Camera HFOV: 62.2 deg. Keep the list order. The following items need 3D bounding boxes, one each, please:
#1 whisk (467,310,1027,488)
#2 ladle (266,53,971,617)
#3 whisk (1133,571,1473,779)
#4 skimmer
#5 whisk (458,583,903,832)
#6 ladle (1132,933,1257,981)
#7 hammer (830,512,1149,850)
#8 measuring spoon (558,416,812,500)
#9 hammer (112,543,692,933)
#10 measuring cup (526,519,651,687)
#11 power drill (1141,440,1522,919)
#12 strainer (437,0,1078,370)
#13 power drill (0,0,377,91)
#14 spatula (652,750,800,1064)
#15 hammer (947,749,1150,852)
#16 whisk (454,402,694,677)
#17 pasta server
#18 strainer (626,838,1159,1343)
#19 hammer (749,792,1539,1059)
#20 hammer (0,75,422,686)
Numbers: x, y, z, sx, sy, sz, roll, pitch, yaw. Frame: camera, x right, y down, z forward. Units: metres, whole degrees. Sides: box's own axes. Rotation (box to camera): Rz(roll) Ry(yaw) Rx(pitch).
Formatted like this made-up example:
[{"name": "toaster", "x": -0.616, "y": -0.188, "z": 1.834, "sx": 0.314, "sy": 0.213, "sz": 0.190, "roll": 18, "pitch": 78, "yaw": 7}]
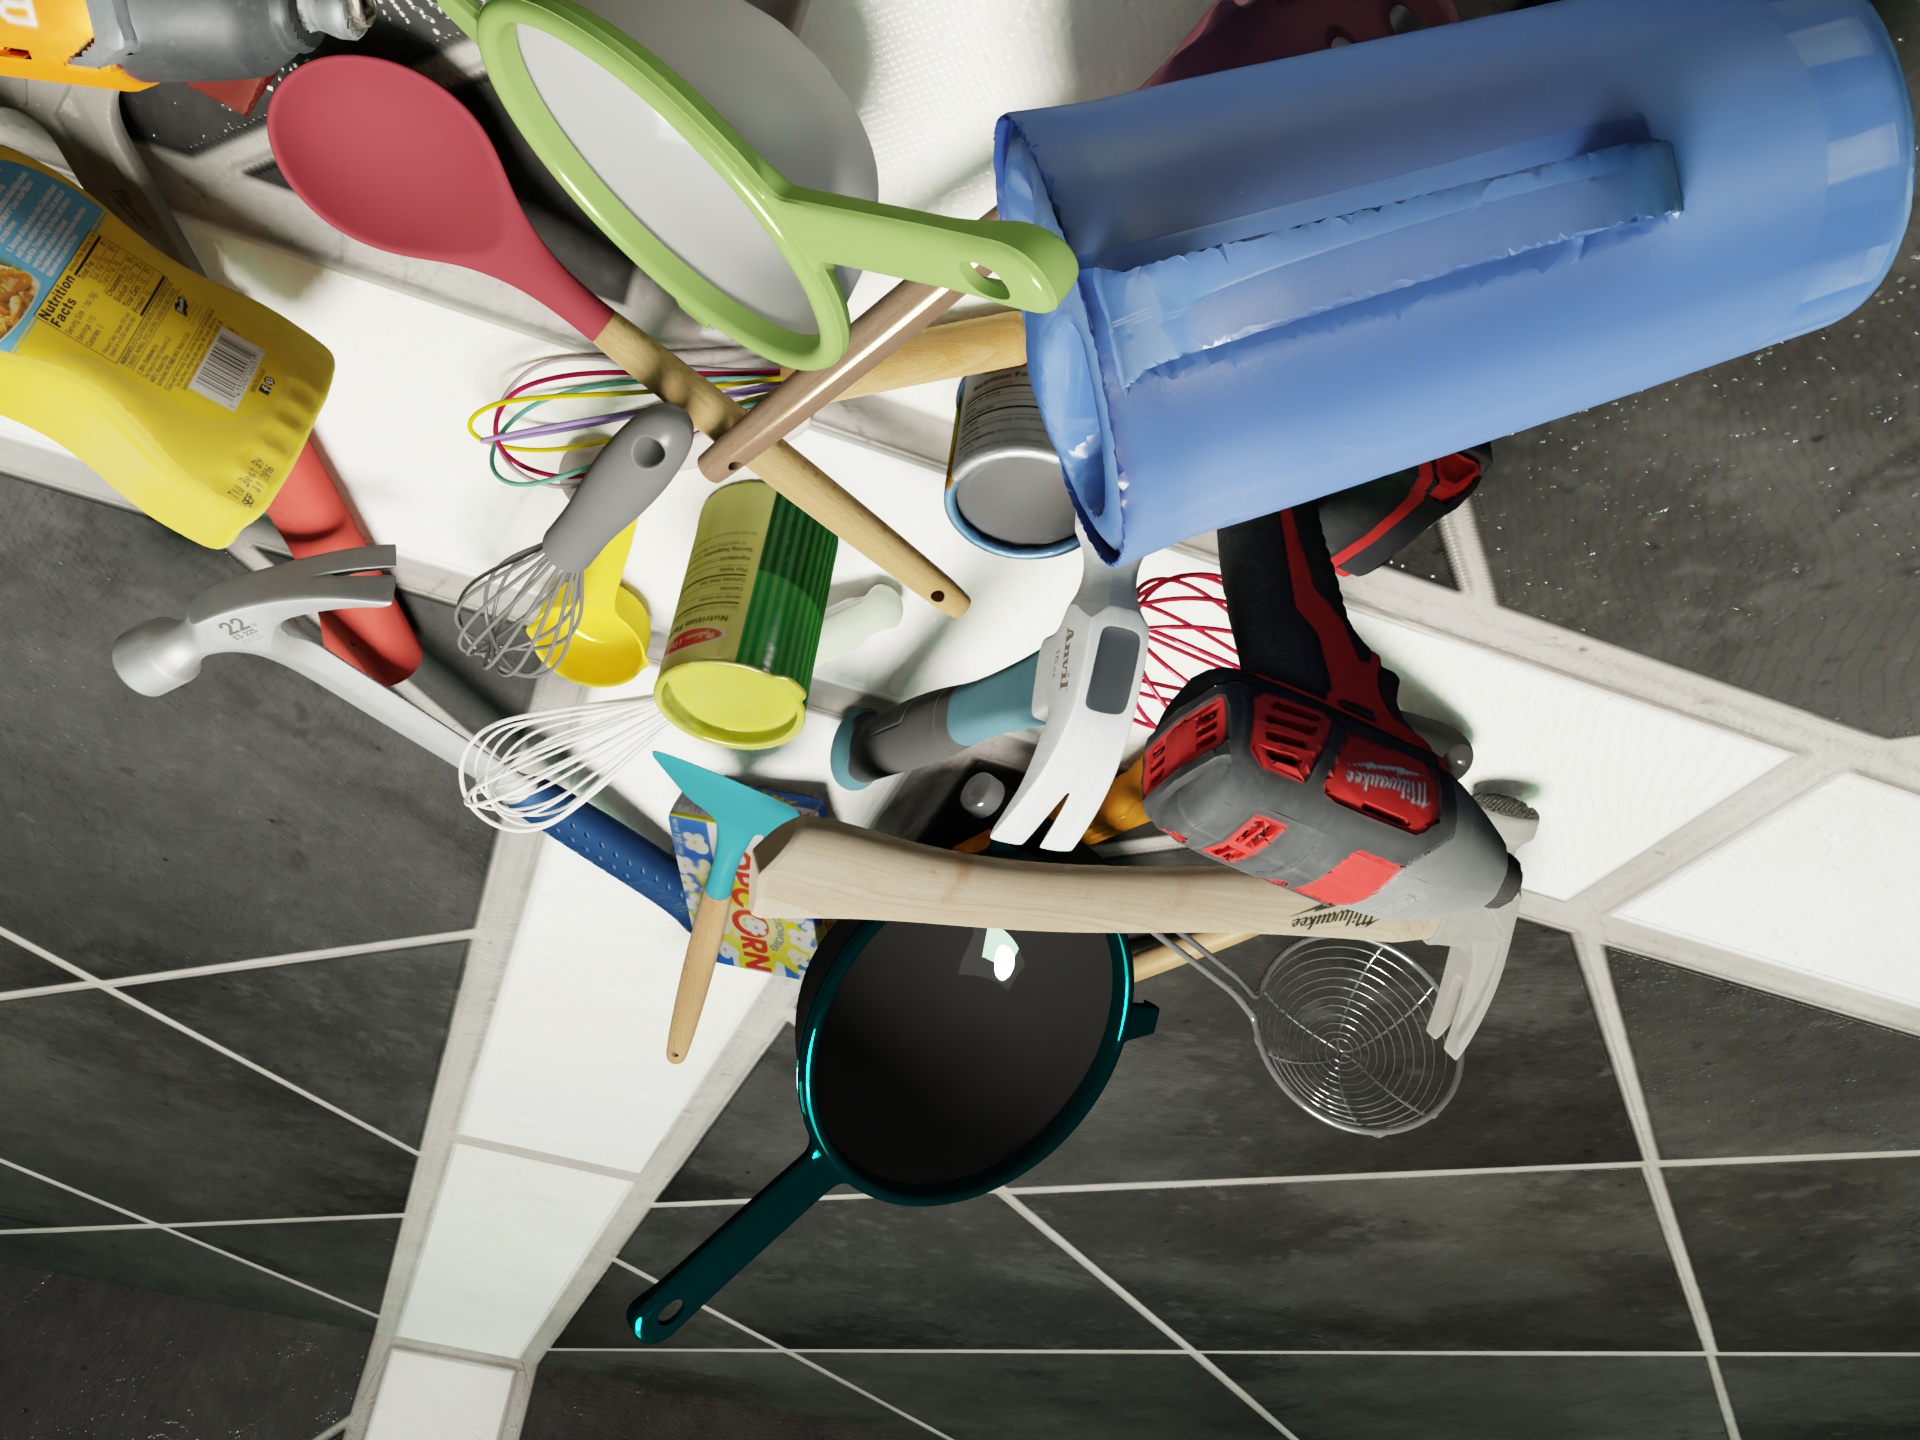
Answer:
[{"name": "whisk", "x": -0.091, "y": -0.133, "z": 0.645, "sx": 0.245, "sy": 0.051, "sz": 0.047, "roll": -7, "pitch": 137, "yaw": 16}, {"name": "ladle", "x": -0.115, "y": -0.135, "z": 0.609, "sx": 0.315, "sy": 0.031, "sz": 0.069, "roll": 37, "pitch": 120, "yaw": -22}, {"name": "whisk", "x": 0.159, "y": -0.007, "z": 0.716, "sx": 0.073, "sy": 0.073, "sz": 0.295, "roll": -24, "pitch": 153, "yaw": 37}, {"name": "skimmer", "x": 0.149, "y": 0.119, "z": 0.879, "sx": 0.090, "sy": 0.127, "sz": 0.363, "roll": -20, "pitch": 135, "yaw": 40}, {"name": "whisk", "x": -0.139, "y": -0.009, "z": 0.782, "sx": 0.246, "sy": 0.058, "sz": 0.059, "roll": -24, "pitch": 99, "yaw": 10}, {"name": "ladle", "x": 0.079, "y": 0.168, "z": 1.060, "sx": 0.320, "sy": 0.062, "sz": 0.078, "roll": -27, "pitch": 132, "yaw": 30}, {"name": "hammer", "x": -0.001, "y": -0.002, "z": 0.710, "sx": 0.033, "sy": 0.128, "sz": 0.331, "roll": 11, "pitch": 170, "yaw": -18}, {"name": "measuring spoon", "x": -0.121, "y": -0.114, "z": 0.691, "sx": 0.124, "sy": 0.018, "sz": 0.034, "roll": -12, "pitch": 129, "yaw": 19}, {"name": "hammer", "x": -0.245, "y": 0.033, "z": 0.878, "sx": 0.144, "sy": 0.035, "sz": 0.405, "roll": -20, "pitch": 145, "yaw": 18}, {"name": "measuring cup", "x": -0.168, "y": -0.079, "z": 0.762, "sx": 0.062, "sy": 0.029, "sz": 0.156, "roll": 16, "pitch": 133, "yaw": -8}, {"name": "power drill", "x": 0.141, "y": -0.033, "z": 0.585, "sx": 0.143, "sy": 0.220, "sz": 0.078, "roll": 22, "pitch": 143, "yaw": -20}, {"name": "strainer", "x": -0.044, "y": -0.171, "z": 0.479, "sx": 0.257, "sy": 0.069, "sz": 0.151, "roll": 28, "pitch": 165, "yaw": 43}, {"name": "power drill", "x": -0.237, "y": -0.272, "z": 0.390, "sx": 0.164, "sy": 0.084, "sz": 0.226, "roll": 8, "pitch": 129, "yaw": 0}, {"name": "spatula", "x": -0.151, "y": 0.121, "z": 0.926, "sx": 0.082, "sy": 0.044, "sz": 0.317, "roll": 23, "pitch": 134, "yaw": 2}, {"name": "hammer", "x": 0.018, "y": 0.086, "z": 0.948, "sx": 0.127, "sy": 0.034, "sz": 0.337, "roll": 33, "pitch": 138, "yaw": -31}, {"name": "whisk", "x": -0.164, "y": -0.071, "z": 0.675, "sx": 0.055, "sy": 0.055, "sz": 0.239, "roll": 24, "pitch": 149, "yaw": -23}, {"name": "pasta server", "x": 0.022, "y": -0.164, "z": 0.535, "sx": 0.316, "sy": 0.040, "sz": 0.060, "roll": -32, "pitch": 150, "yaw": 28}, {"name": "strainer", "x": -0.059, "y": 0.199, "z": 0.888, "sx": 0.095, "sy": 0.340, "sz": 0.210, "roll": 31, "pitch": 159, "yaw": 56}, {"name": "hammer", "x": 0.097, "y": 0.099, "z": 0.811, "sx": 0.410, "sy": 0.038, "sz": 0.146, "roll": 4, "pitch": 108, "yaw": -15}, {"name": "hammer", "x": -0.299, "y": -0.134, "z": 0.689, "sx": 0.149, "sy": 0.037, "sz": 0.358, "roll": 3, "pitch": 145, "yaw": 7}]
